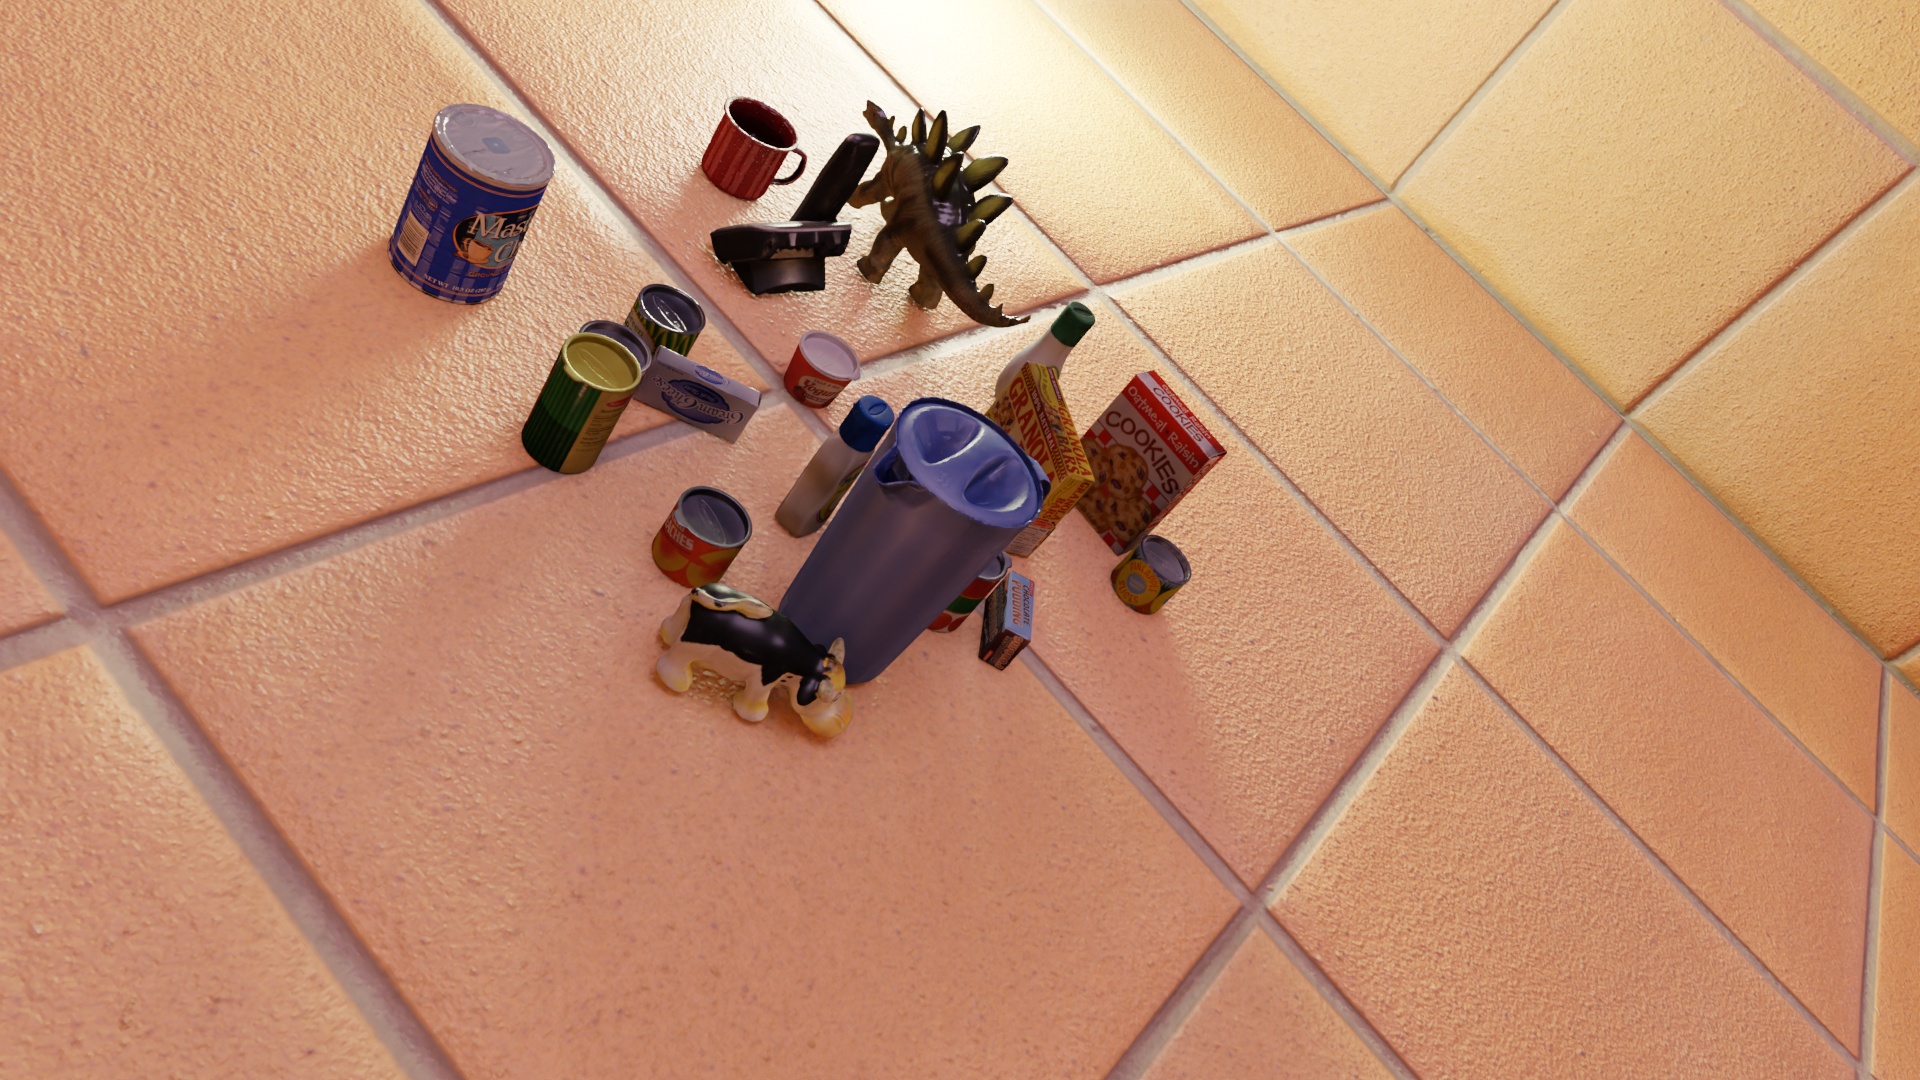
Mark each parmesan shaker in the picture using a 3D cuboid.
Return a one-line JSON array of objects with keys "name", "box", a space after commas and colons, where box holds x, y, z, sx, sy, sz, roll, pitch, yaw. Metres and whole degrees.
[{"name": "parmesan shaker", "box": [-0.315, -0.111, 1.142, 0.071, 0.102, 0.072, 24, 39, -21]}]

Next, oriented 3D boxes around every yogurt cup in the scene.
[{"name": "yogurt cup", "box": [-0.142, -0.170, 1.398, 0.072, 0.053, 0.073, 24, 39, -21]}]

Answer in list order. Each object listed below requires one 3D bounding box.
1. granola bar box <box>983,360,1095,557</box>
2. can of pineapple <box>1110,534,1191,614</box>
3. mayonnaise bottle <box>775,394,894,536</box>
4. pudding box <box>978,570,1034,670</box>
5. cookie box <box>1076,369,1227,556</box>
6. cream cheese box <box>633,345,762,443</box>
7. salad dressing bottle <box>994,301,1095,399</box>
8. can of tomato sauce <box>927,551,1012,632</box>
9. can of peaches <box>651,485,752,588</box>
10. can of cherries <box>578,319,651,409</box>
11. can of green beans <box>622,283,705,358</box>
[{"name": "granola bar box", "box": [0.070, -0.084, 1.434, 0.039, 0.123, 0.166, 14, 43, -31]}, {"name": "can of pineapple", "box": [0.201, 0.037, 1.476, 0.071, 0.057, 0.071, 24, 39, -21]}, {"name": "mayonnaise bottle", "box": [-0.110, -0.067, 1.238, 0.041, 0.147, 0.065, 44, 36, 6]}, {"name": "pudding box", "box": [0.045, 0.075, 1.306, 0.030, 0.049, 0.084, 28, 38, -16]}, {"name": "cookie box", "box": [0.190, -0.083, 1.501, 0.040, 0.166, 0.123, -19, 65, -50]}, {"name": "cream cheese box", "box": [-0.241, -0.133, 1.273, 0.104, 0.053, 0.024, 24, 39, -20]}, {"name": "salad dressing bottle", "box": [0.095, -0.206, 1.565, 0.064, 0.147, 0.044, 7, 47, -37]}, {"name": "can of tomato sauce", "box": [-0.004, 0.035, 1.276, 0.071, 0.082, 0.071, 24, 39, -21]}, {"name": "can of peaches", "box": [-0.217, -0.002, 1.151, 0.071, 0.057, 0.071, 24, 39, -21]}, {"name": "can of cherries", "box": [-0.315, -0.149, 1.221, 0.071, 0.058, 0.072, 24, 39, -21]}, {"name": "can of green beans", "box": [-0.281, -0.197, 1.302, 0.071, 0.057, 0.071, 24, 39, -21]}]
